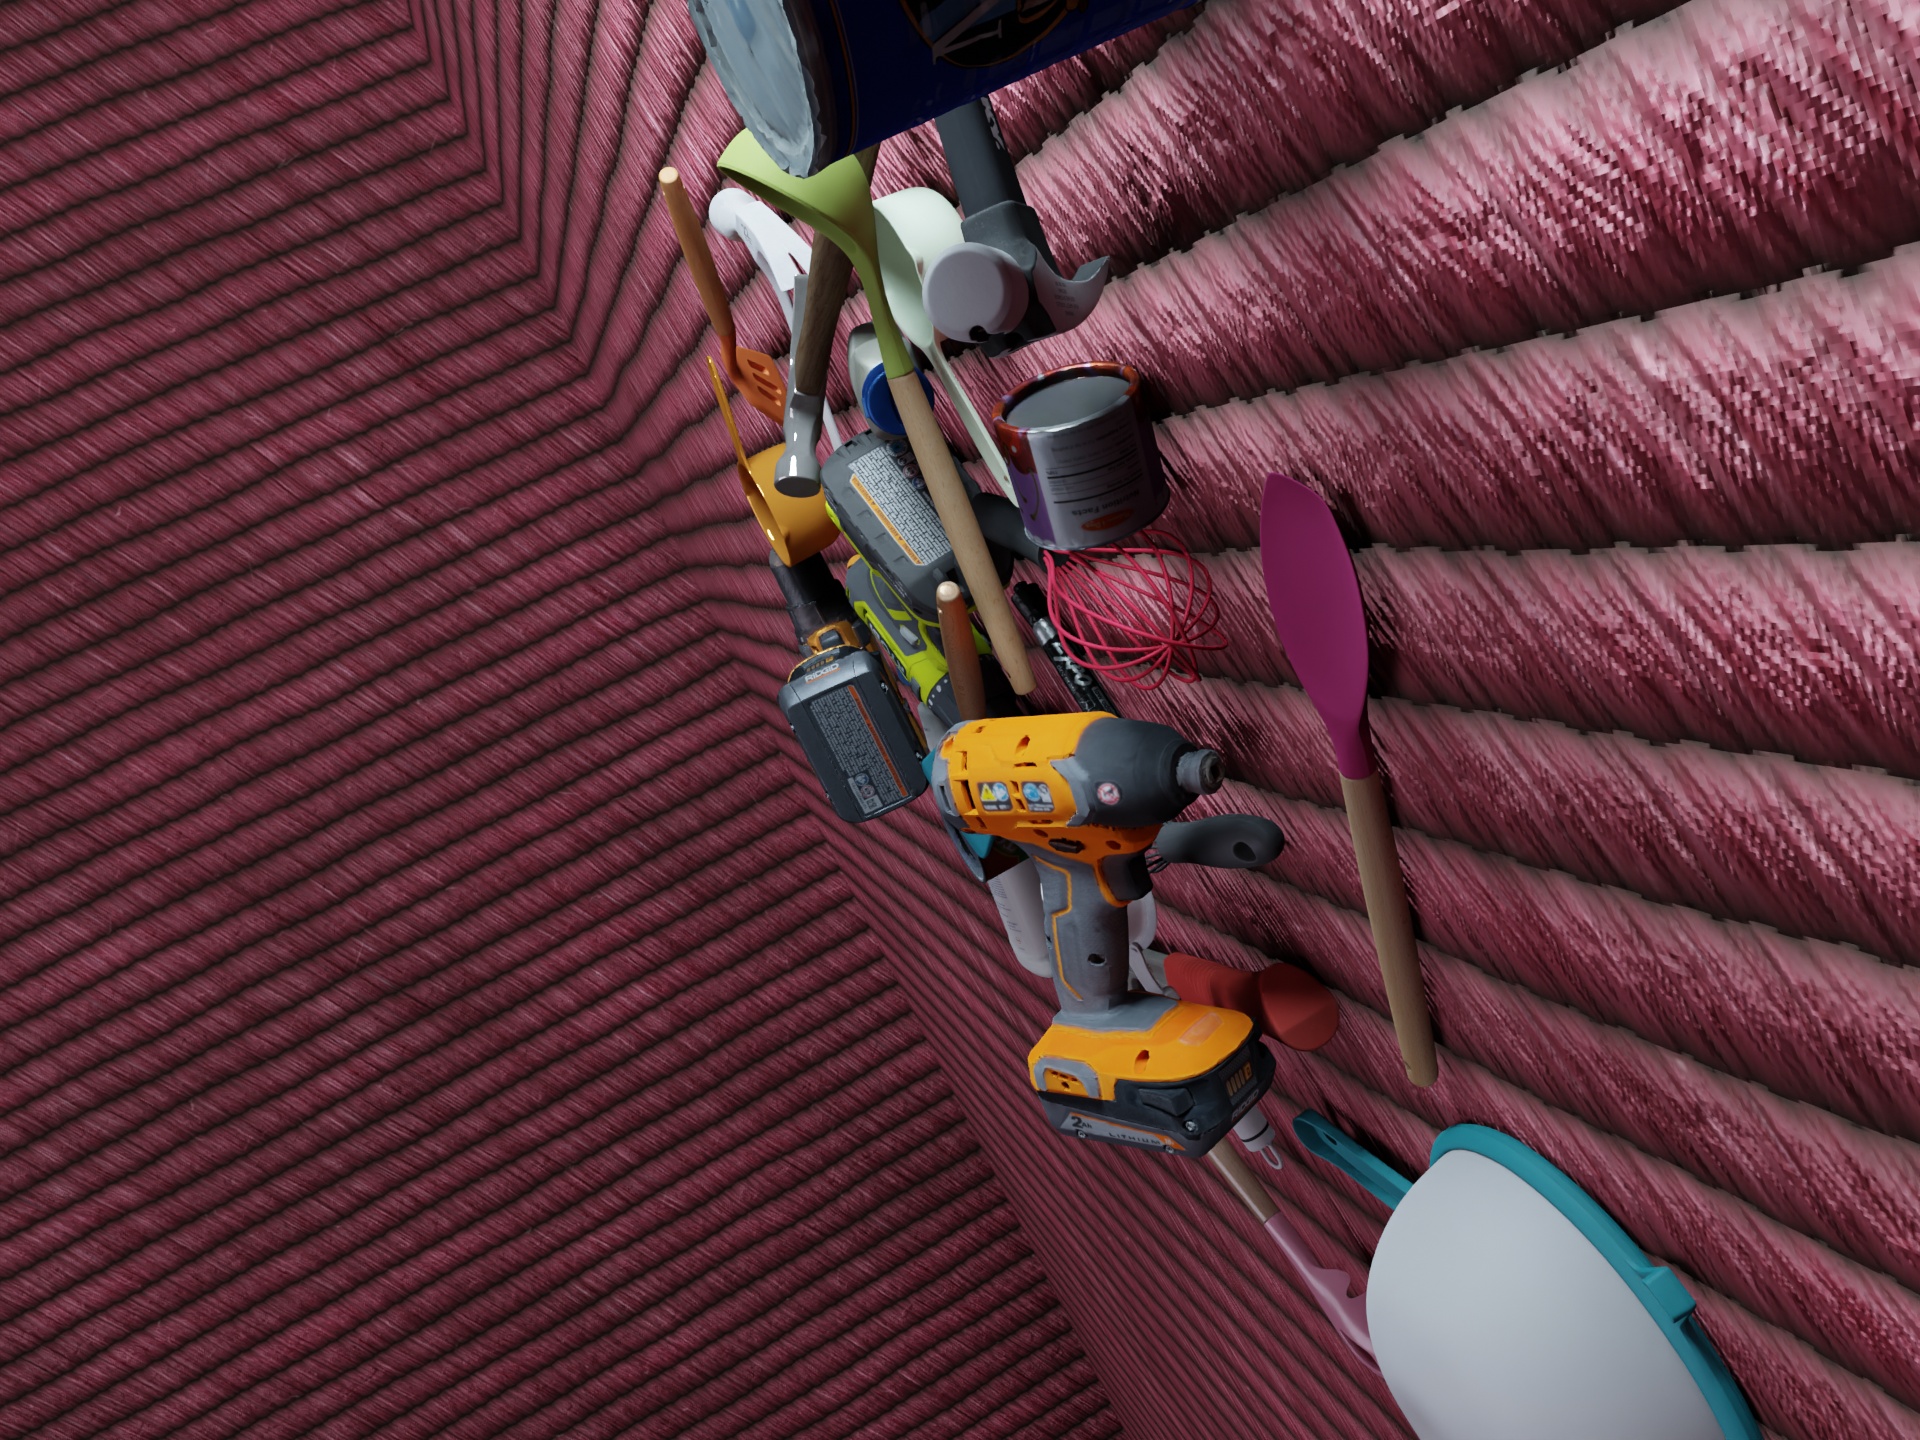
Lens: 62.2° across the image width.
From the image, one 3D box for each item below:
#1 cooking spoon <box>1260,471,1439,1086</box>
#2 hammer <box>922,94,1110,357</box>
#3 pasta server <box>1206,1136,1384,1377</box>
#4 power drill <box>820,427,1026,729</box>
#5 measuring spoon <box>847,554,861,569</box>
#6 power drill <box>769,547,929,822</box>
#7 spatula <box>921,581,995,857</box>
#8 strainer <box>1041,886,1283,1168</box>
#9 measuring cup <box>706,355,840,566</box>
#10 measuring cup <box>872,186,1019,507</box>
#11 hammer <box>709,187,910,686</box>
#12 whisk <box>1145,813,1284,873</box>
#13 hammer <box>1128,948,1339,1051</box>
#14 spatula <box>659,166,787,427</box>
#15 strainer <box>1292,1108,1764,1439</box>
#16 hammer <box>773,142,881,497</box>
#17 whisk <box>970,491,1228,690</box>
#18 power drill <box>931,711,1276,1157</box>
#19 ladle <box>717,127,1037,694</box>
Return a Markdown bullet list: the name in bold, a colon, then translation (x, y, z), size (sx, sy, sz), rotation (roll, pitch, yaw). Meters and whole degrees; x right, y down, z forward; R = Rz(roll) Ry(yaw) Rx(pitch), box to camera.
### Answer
- **cooking spoon**: translation (0.169, 0.039, 0.656), size (0.069, 0.017, 0.318), rotation (46, 160, 56)
- **hammer**: translation (-0.022, -0.295, 0.574), size (0.146, 0.035, 0.335), rotation (-30, -78, -67)
- **pasta server**: translation (0.192, 0.298, 1.037), size (0.316, 0.040, 0.060), rotation (50, 164, 29)
- **power drill**: translation (-0.014, -0.074, 1.052), size (0.191, 0.080, 0.228), rotation (53, 168, 22)
- **measuring spoon**: translation (-0.055, -0.136, 1.154), size (0.117, 0.021, 0.011), rotation (141, 126, -57)
- **power drill**: translation (-0.093, -0.039, 1.219), size (0.226, 0.084, 0.185), rotation (-106, -9, -70)
- **spatula**: translation (-0.002, -0.003, 0.951), size (0.082, 0.044, 0.317), rotation (56, 172, 21)
- **strainer**: translation (0.112, 0.156, 0.915), size (0.258, 0.050, 0.087), rotation (55, 146, -4)
- **measuring cup**: translation (-0.138, -0.199, 1.182), size (0.095, 0.052, 0.173), rotation (47, 159, 54)
- **measuring cup**: translation (0.004, -0.189, 0.802), size (0.167, 0.038, 0.083), rotation (62, 169, -9)
- **hammer**: translation (-0.085, -0.190, 1.191), size (0.144, 0.035, 0.405), rotation (48, 162, 51)
- **whisk**: translation (0.118, 0.064, 0.879), size (0.055, 0.055, 0.239), rotation (63, 164, -3)
- **hammer**: translation (0.151, 0.173, 0.997), size (0.149, 0.036, 0.359), rotation (63, 169, -3)
- **spatula**: translation (-0.169, -0.306, 1.171), size (0.322, 0.041, 0.081), rotation (79, 170, -73)
- **strainer**: translation (0.228, 0.284, 0.769), size (0.211, 0.095, 0.340), rotation (66, 167, -18)
- **hammer**: translation (-0.073, -0.256, 0.899), size (0.331, 0.031, 0.130), rotation (121, 153, -68)
- **whisk**: translation (0.055, -0.079, 0.790), size (0.073, 0.073, 0.296), rotation (67, 173, -23)
- **power drill**: translation (0.084, 0.103, 0.811), size (0.164, 0.084, 0.226), rotation (-5, 108, 45)
- **ladle**: translation (-0.031, -0.145, 0.802), size (0.320, 0.062, 0.078), rotation (67, 171, -24)
